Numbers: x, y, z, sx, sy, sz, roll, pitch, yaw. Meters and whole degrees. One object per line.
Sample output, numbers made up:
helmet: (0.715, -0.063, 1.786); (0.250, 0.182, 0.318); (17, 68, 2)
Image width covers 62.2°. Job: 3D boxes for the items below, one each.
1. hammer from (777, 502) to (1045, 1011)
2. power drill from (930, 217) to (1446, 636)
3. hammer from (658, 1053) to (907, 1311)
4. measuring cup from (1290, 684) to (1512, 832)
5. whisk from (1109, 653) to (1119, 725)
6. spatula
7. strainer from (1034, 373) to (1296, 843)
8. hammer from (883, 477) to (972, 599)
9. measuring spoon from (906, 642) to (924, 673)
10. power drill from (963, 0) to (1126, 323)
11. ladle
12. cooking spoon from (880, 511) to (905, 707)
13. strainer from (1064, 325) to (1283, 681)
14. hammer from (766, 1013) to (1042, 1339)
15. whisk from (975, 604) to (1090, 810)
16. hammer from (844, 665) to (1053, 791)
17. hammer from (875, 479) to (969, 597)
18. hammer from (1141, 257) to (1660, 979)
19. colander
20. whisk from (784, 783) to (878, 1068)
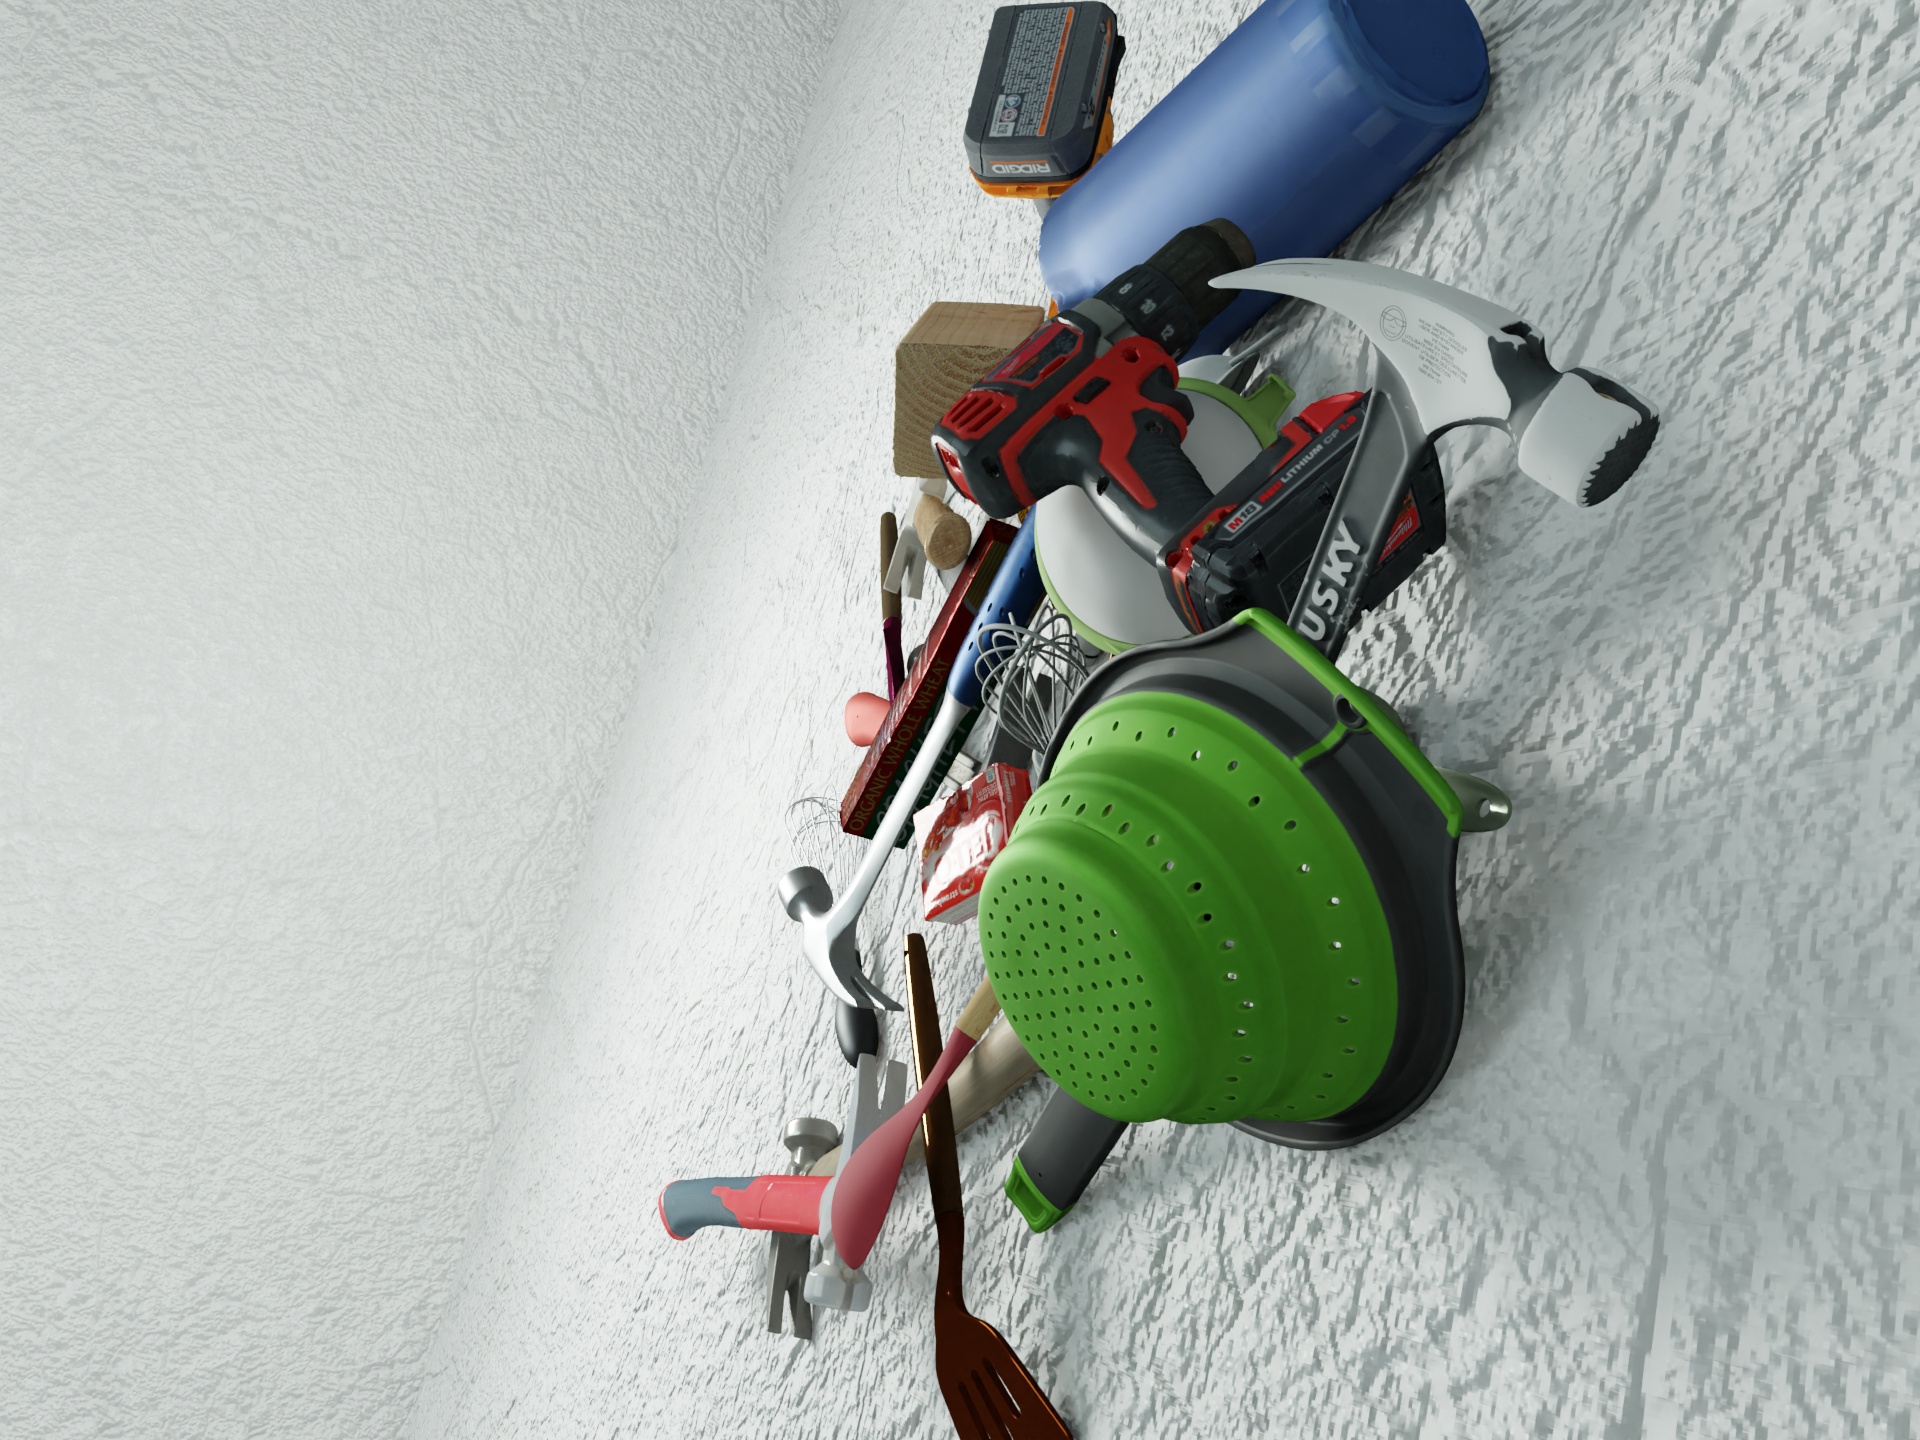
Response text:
hammer: (-0.002, -0.003, 0.958); (0.405, 0.035, 0.144); (-62, 36, 22)
power drill: (0.112, -0.136, 0.720); (0.188, 0.080, 0.227); (-42, 47, -7)
hammer: (-0.133, 0.310, 1.077); (0.386, 0.038, 0.143); (-30, 45, 61)
measuring cup: (0.171, 0.027, 0.625); (0.168, 0.038, 0.083); (19, 90, 68)
whisk: (0.088, -0.026, 0.897); (0.051, 0.047, 0.245); (-116, 45, -63)
spatula: (-0.001, 0.242, 0.838); (0.081, 0.041, 0.323); (-57, 28, 35)
strainer: (0.087, -0.056, 0.811); (0.151, 0.069, 0.256); (0, 84, 34)
hammer: (-0.019, -0.138, 1.131); (0.331, 0.031, 0.130); (-108, 36, -78)
measuring spoon: (-0.035, -0.003, 1.142); (0.034, 0.018, 0.124); (-42, 36, 54)
power drill: (0.078, -0.358, 1.041); (0.226, 0.084, 0.164); (51, -132, -63)
ladle: (0.019, 0.143, 0.835); (0.315, 0.031, 0.069); (-56, 10, -6)
cooking spoon: (-0.055, -0.090, 1.274); (0.319, 0.017, 0.068); (-96, 2, -56)
strainer: (0.108, -0.122, 0.919); (0.087, 0.050, 0.258); (-37, -24, -53)
hammer: (-0.026, 0.253, 0.955); (0.410, 0.038, 0.146); (-49, 30, 48)
whisk: (0.048, 0.014, 0.799); (0.058, 0.059, 0.246); (-62, -20, -18)
hammer: (-0.026, 0.010, 1.188); (0.149, 0.036, 0.359); (-70, 19, 3)
hammer: (-0.007, -0.121, 1.267); (0.331, 0.033, 0.128); (-123, 53, -67)
hammer: (0.111, 0.016, 0.614); (0.149, 0.036, 0.408); (44, 140, 29)
colander: (0.054, 0.133, 0.648); (0.205, 0.094, 0.396); (49, 143, 25)
whisk: (-0.093, 0.151, 1.209); (0.070, 0.070, 0.285); (-60, 27, 30)
